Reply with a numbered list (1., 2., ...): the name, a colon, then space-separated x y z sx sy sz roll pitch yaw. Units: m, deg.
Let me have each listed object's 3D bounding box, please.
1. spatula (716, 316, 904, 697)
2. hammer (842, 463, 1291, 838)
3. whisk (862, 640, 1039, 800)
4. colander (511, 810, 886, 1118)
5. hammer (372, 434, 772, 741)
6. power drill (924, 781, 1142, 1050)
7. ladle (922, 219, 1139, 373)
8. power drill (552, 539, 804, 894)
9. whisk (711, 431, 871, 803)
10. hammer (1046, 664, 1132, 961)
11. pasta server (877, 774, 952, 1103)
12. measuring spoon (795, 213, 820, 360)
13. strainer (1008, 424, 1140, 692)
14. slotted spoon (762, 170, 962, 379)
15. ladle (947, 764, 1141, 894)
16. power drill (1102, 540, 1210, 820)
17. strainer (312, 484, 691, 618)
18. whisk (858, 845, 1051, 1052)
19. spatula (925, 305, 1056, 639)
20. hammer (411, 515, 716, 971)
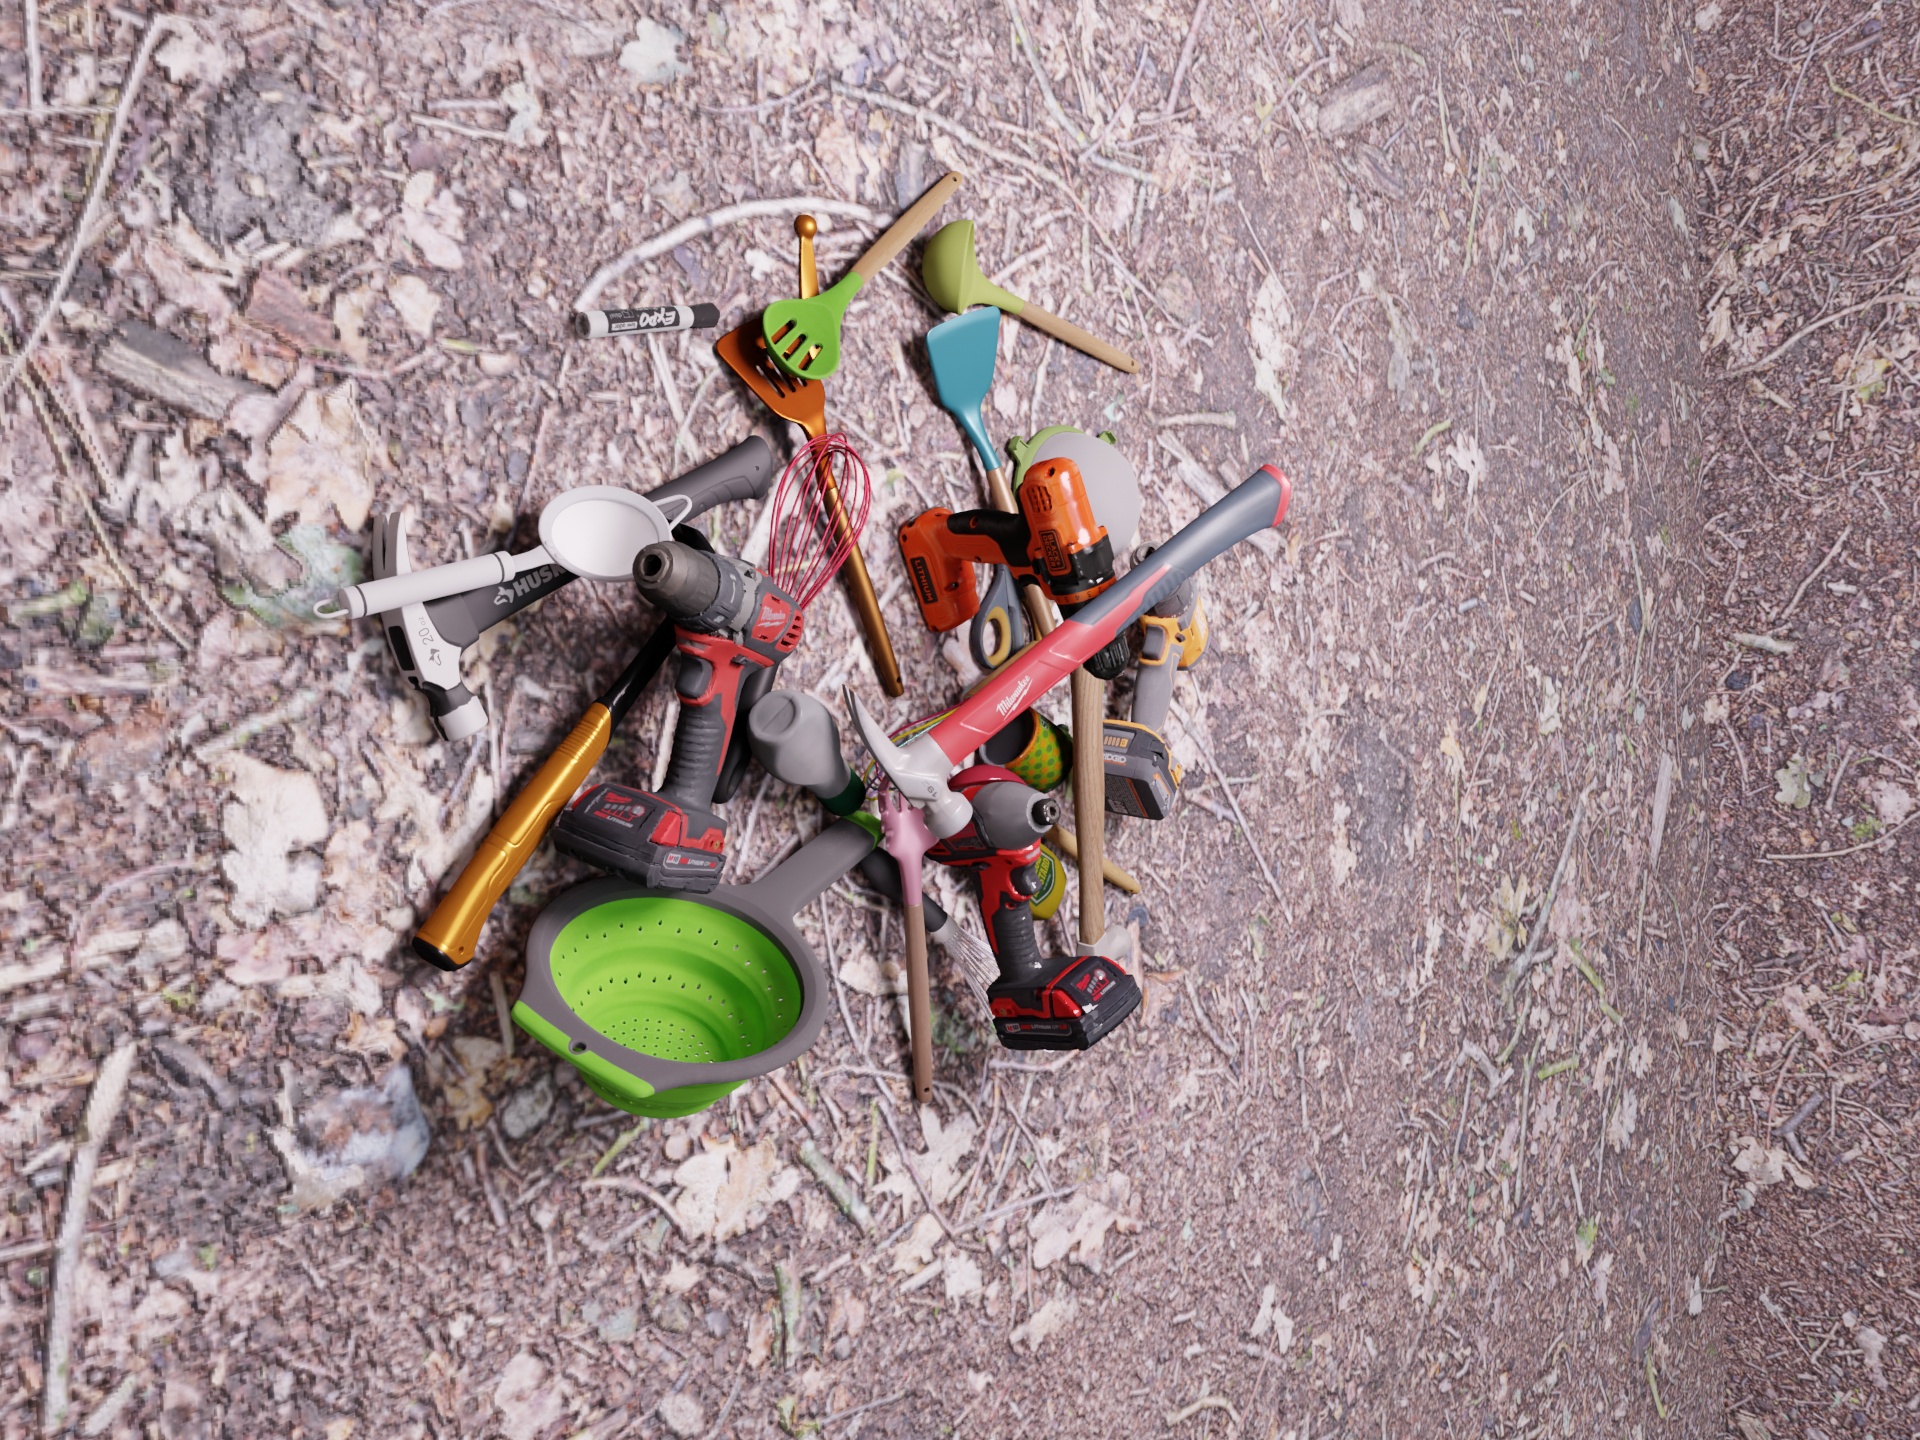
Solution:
1. spatula: -0.104 -0.163 1.270 0.081 0.041 0.322 -39 121 -41
2. hammer: 0.092 -0.082 1.217 0.386 0.038 0.143 -39 114 -7
3. whisk: -0.002 -0.006 1.350 0.245 0.051 0.047 -39 115 -38
4. colander: -0.164 0.174 1.148 0.397 0.204 0.094 -37 151 -58
5. hammer: -0.253 -0.127 1.101 0.335 0.035 0.146 -38 117 -40
6. power drill: 0.055 0.152 1.285 0.078 0.143 0.219 -31 102 -42
7. ladle: 0.078 -0.367 1.441 0.320 0.062 0.078 12 86 -49
8. power drill: -0.190 -0.006 1.063 0.227 0.080 0.187 -70 161 -3
9. whisk: -0.134 -0.078 1.195 0.073 0.073 0.296 24 83 -44
10. hammer: 0.113 0.092 1.408 0.130 0.031 0.331 -38 130 -55
11. pasta server: -0.035 0.175 1.290 0.060 0.040 0.316 -9 110 -19
12. measuring spoon: -0.117 -0.343 1.263 0.021 0.011 0.117 -8 95 -46
13. strainer: 0.127 -0.150 1.478 0.151 0.069 0.256 -13 98 -46
14. slotted spoon: -0.072 -0.368 1.290 0.070 0.031 0.314 44 52 -14
15. ladle: 0.087 0.104 1.453 0.315 0.069 0.031 36 47 -47
16. power drill: 0.174 -0.042 1.489 0.185 0.084 0.226 57 47 -59
17. strainer: -0.285 -0.099 1.010 0.258 0.050 0.087 -21 62 -39
18. whisk: 0.005 0.194 1.358 0.284 0.070 0.070 47 57 -30
19. spatula: 0.042 -0.196 1.390 0.082 0.044 0.317 -28 106 -31
20. hammer: -0.258 0.018 1.070 0.337 0.034 0.127 -59 157 -25
